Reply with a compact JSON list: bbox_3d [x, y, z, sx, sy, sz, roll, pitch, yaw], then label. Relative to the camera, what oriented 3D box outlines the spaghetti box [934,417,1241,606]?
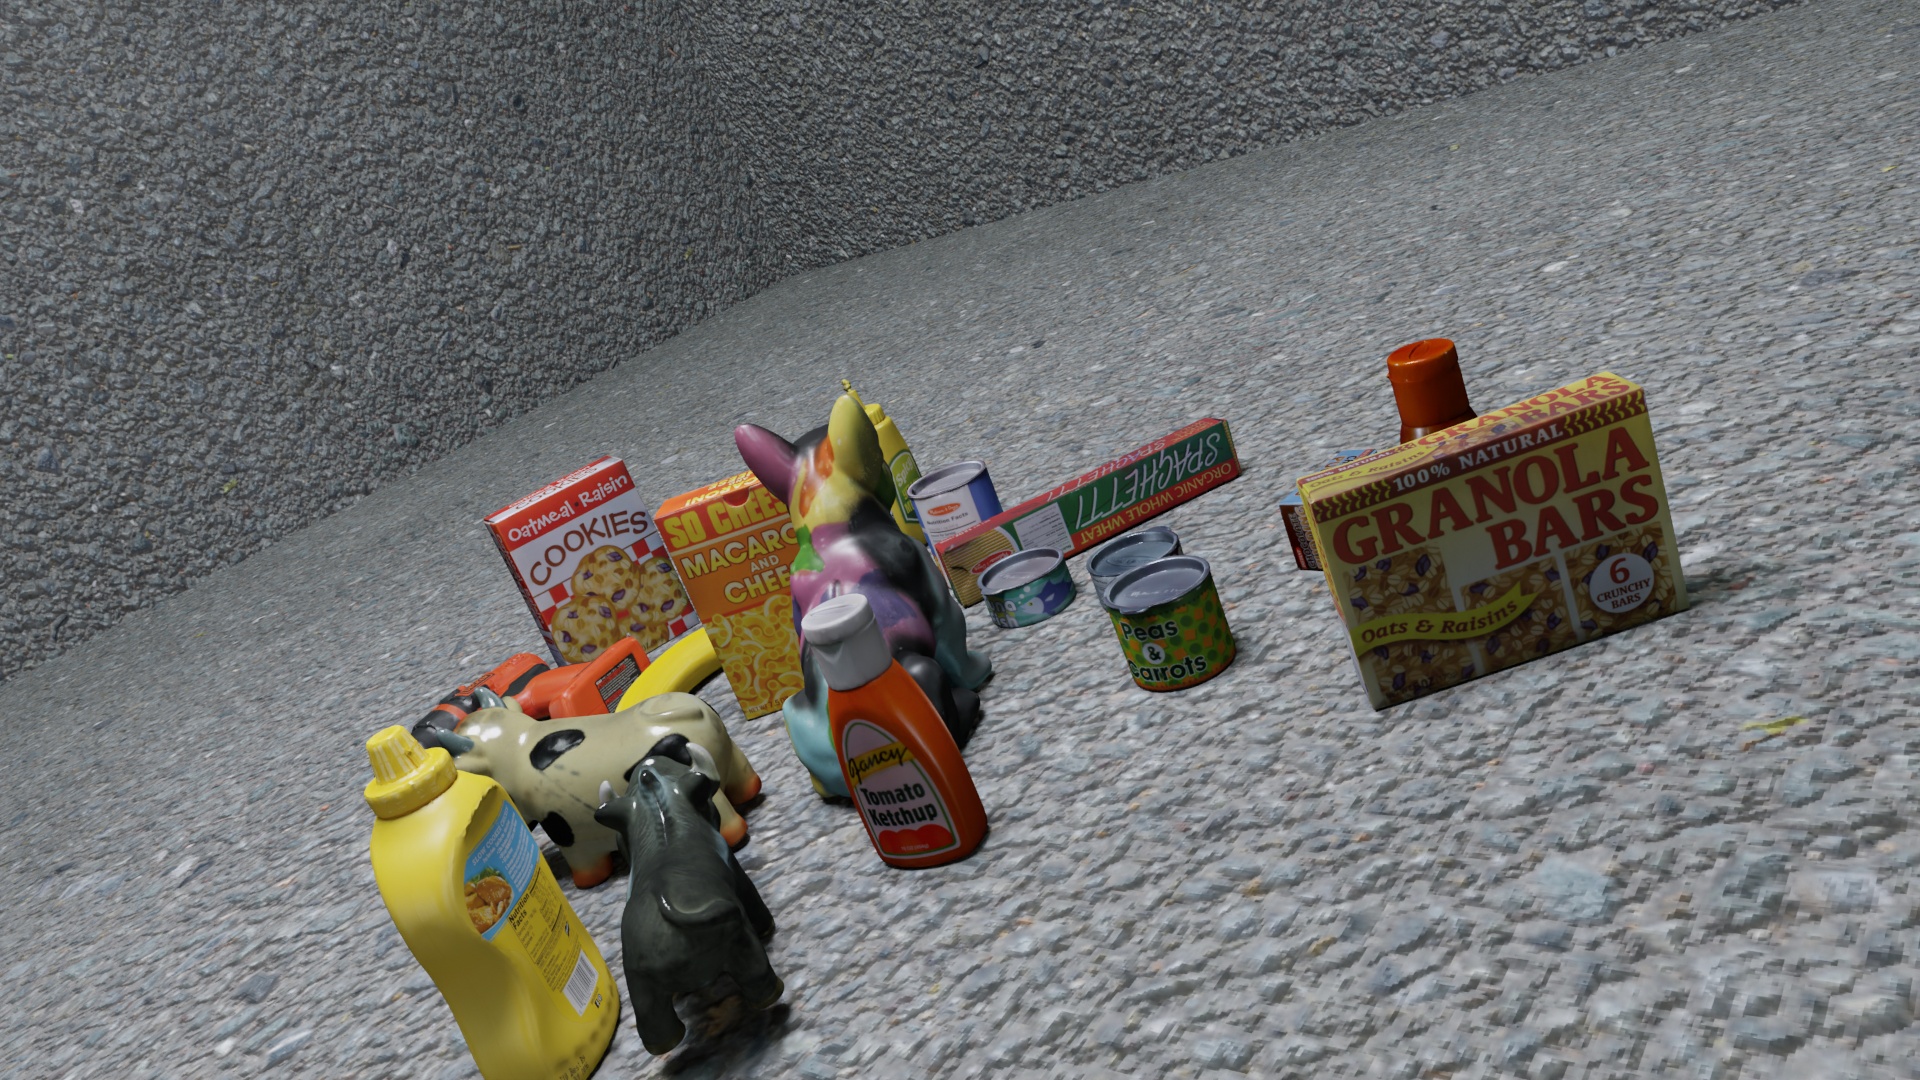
[{"bbox_3d":[0.101,-0.024,1.076,0.250,0.050,0.029,-25,19,-11],"label":"spaghetti box"}]

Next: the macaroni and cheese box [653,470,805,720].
[{"bbox_3d":[-0.125,0.032,0.985,0.124,0.166,0.040,-19,18,8],"label":"macaroni and cheese box"}]

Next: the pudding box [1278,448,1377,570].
[{"bbox_3d":[0.247,-0.021,0.909,0.030,0.049,0.084,0,28,48],"label":"pudding box"}]

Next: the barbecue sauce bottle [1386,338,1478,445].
[{"bbox_3d":[0.273,-0.037,0.771,0.043,0.148,0.065,-9,22,35],"label":"barbecue sauce bottle"}]

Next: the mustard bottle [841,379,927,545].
[{"bbox_3d":[-0.070,-0.066,1.206,0.048,0.159,0.065,-9,22,33],"label":"mustard bottle"}]

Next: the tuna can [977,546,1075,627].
[{"bbox_3d":[0.046,0.035,1.000,0.071,0.032,0.071,-19,19,7],"label":"tuna can"}]

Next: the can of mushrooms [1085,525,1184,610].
[{"bbox_3d":[0.124,0.020,0.955,0.071,0.033,0.071,-19,19,7],"label":"can of mushrooms"}]

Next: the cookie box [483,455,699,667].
[{"bbox_3d":[-0.319,0.027,1.208,0.123,0.167,0.040,-32,21,-28],"label":"cookie box"}]

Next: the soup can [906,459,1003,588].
[{"bbox_3d":[0.004,-0.014,1.101,0.071,0.083,0.071,-19,18,7],"label":"soup can"}]

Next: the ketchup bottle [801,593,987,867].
[{"bbox_3d":[-0.039,0.100,0.730,0.064,0.148,0.044,-13,20,26],"label":"ketchup bottle"}]

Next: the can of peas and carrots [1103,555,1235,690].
[{"bbox_3d":[0.125,0.050,0.831,0.071,0.058,0.071,-19,19,7],"label":"can of peas and carrots"}]

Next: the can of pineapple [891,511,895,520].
[{"bbox_3d":[-0.076,0.013,1.154,0.071,0.057,0.071,-19,19,7],"label":"can of pineapple"}]

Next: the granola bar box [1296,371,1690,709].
[{"bbox_3d":[0.269,0.001,0.707,0.165,0.124,0.039,-19,18,7],"label":"granola bar box"}]
